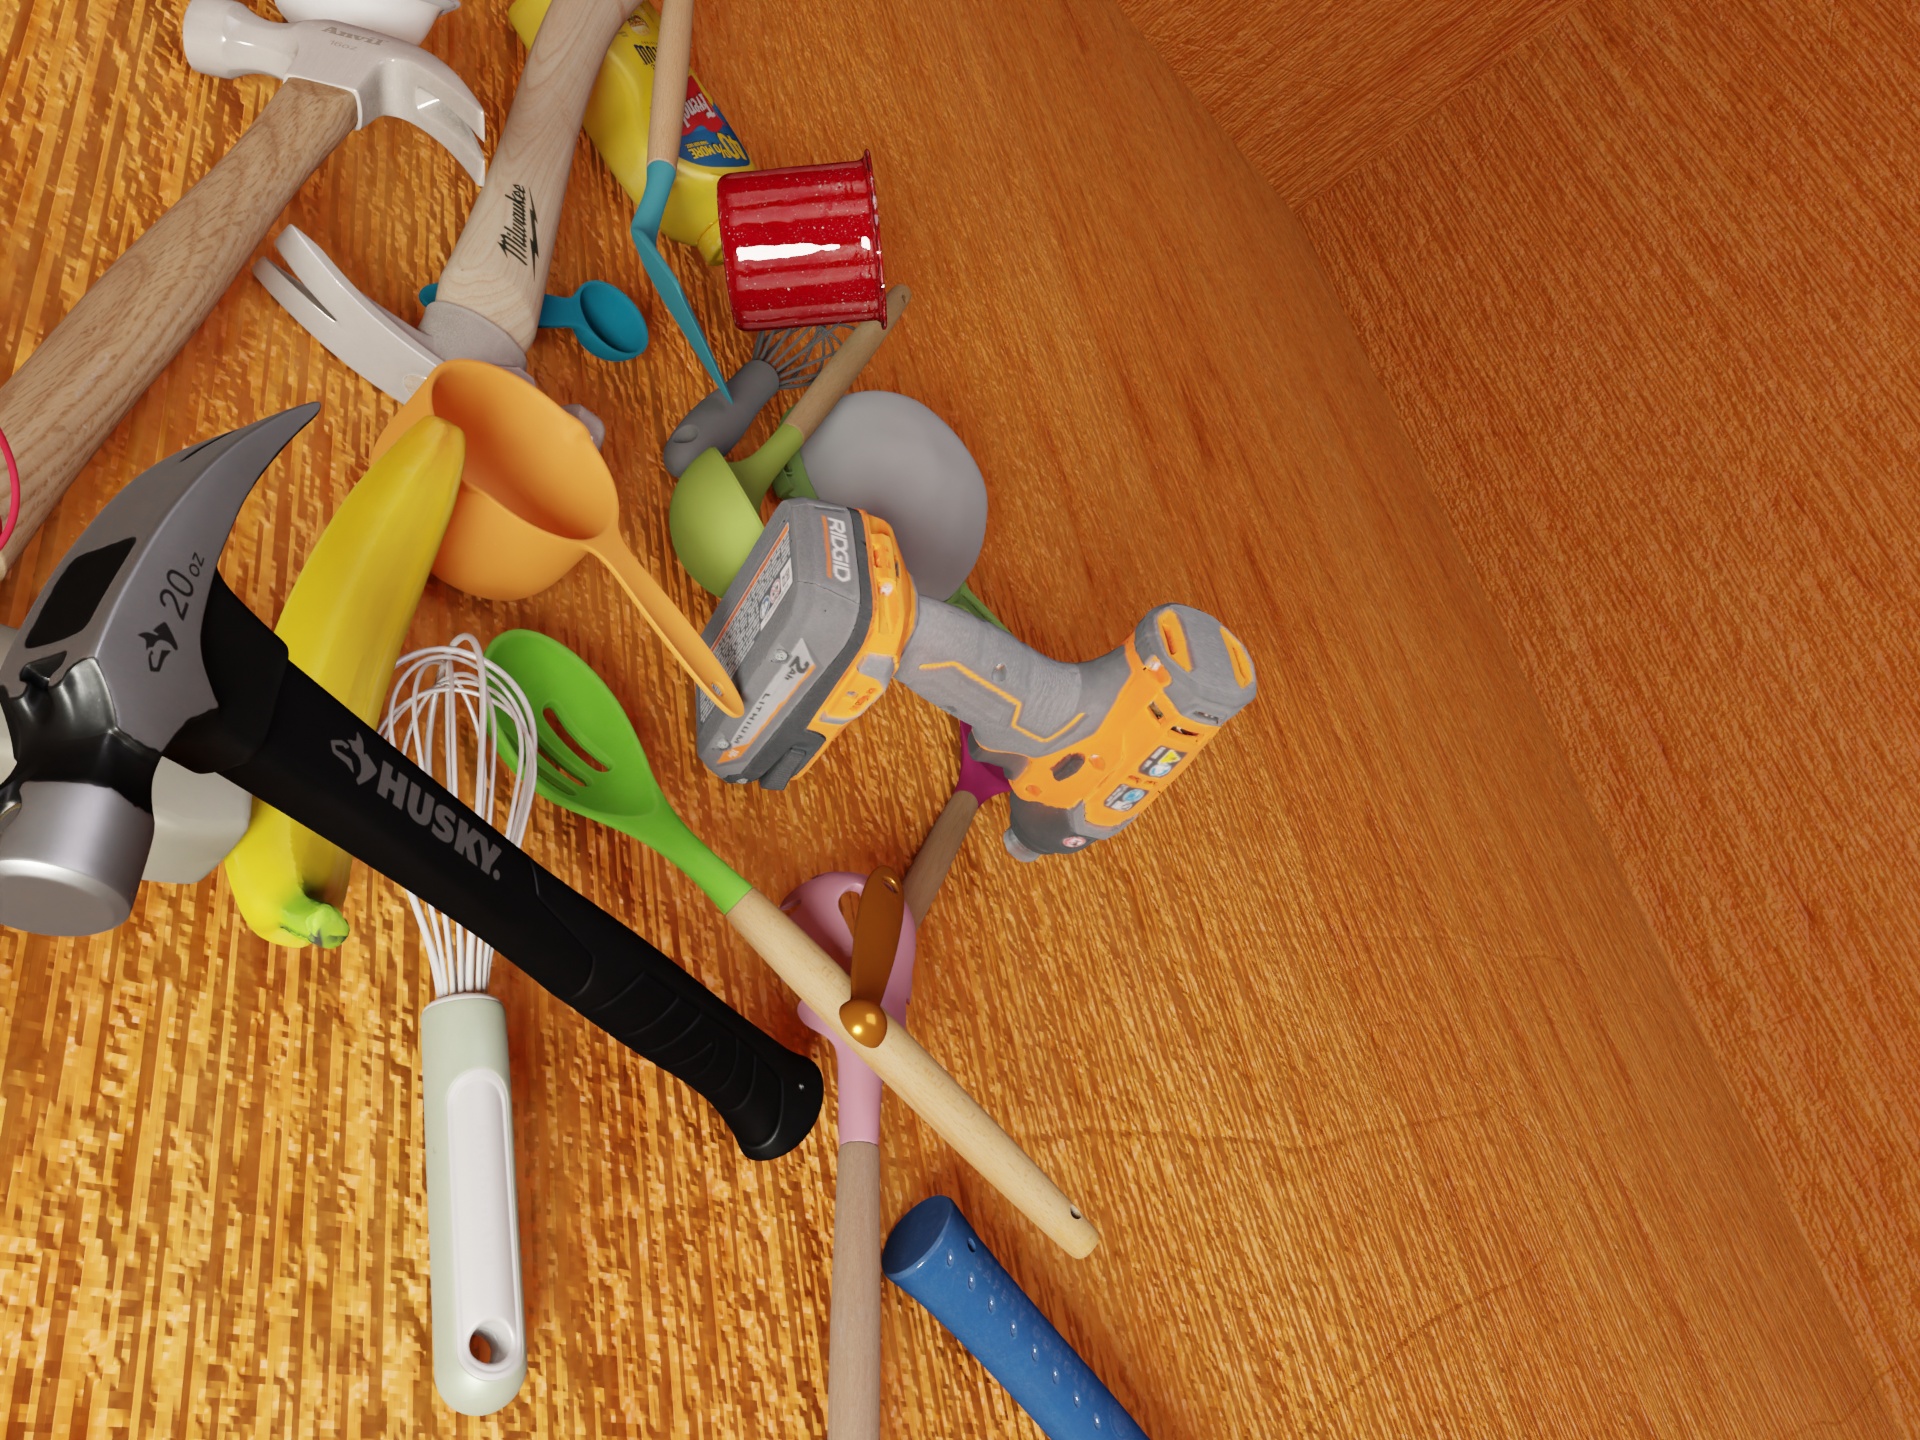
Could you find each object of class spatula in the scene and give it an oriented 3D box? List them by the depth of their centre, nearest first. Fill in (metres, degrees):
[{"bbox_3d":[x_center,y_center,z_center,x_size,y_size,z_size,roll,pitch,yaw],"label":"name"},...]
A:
[{"bbox_3d":[-0.145,-0.308,0.838,0.082,0.044,0.318,68,17,-59],"label":"spatula"}]

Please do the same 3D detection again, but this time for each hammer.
[{"bbox_3d":[-0.125,0.053,0.466,0.334,0.035,0.146,54,28,-50],"label":"hammer"},{"bbox_3d":[-0.258,-0.161,0.544,0.130,0.031,0.332,11,45,-4],"label":"hammer"},{"bbox_3d":[0.108,0.347,0.649,0.405,0.035,0.144,51,27,-11],"label":"hammer"},{"bbox_3d":[-0.204,-0.294,0.758,0.146,0.038,0.411,35,43,-34],"label":"hammer"}]

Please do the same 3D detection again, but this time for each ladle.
[{"bbox_3d":[-0.069,-0.163,0.833,0.078,0.062,0.320,66,30,-30],"label":"ladle"}]

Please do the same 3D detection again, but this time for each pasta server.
[{"bbox_3d":[-0.040,0.184,0.577,0.060,0.040,0.317,14,50,-19],"label":"pasta server"}]

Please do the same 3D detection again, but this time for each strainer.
[{"bbox_3d":[-0.298,-0.313,0.653,0.258,0.087,0.050,-11,113,-67],"label":"strainer"},{"bbox_3d":[0.004,-0.101,0.932,0.256,0.069,0.152,45,28,-20],"label":"strainer"}]

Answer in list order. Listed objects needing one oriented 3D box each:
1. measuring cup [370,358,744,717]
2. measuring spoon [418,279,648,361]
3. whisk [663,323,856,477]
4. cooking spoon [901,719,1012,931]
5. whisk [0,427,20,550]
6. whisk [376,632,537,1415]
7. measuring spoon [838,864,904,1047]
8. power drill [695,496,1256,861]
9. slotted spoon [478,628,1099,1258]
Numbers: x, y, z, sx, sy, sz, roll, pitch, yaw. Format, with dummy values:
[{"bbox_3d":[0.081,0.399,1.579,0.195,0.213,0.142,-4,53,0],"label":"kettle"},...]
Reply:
[{"bbox_3d":[-0.156,-0.057,0.620,0.173,0.052,0.095,51,25,-9],"label":"measuring cup"},{"bbox_3d":[-0.201,-0.187,0.743,0.128,0.021,0.042,-10,75,-53],"label":"measuring spoon"},{"bbox_3d":[-0.107,-0.183,0.863,0.055,0.055,0.239,49,31,-16],"label":"whisk"},{"bbox_3d":[-0.005,0.053,0.802,0.068,0.017,0.319,45,27,-7],"label":"cooking spoon"},{"bbox_3d":[-0.342,-0.143,0.387,0.296,0.073,0.073,47,26,0],"label":"whisk"},{"bbox_3d":[-0.152,0.081,0.487,0.057,0.059,0.247,8,56,-34],"label":"whisk"},{"bbox_3d":[-0.030,0.084,0.605,0.021,0.011,0.117,40,21,-14],"label":"measuring spoon"},{"bbox_3d":[-0.001,-0.002,0.719,0.226,0.164,0.084,15,45,-26],"label":"power drill"},{"bbox_3d":[-0.065,0.086,0.590,0.314,0.031,0.070,44,27,1],"label":"slotted spoon"}]
